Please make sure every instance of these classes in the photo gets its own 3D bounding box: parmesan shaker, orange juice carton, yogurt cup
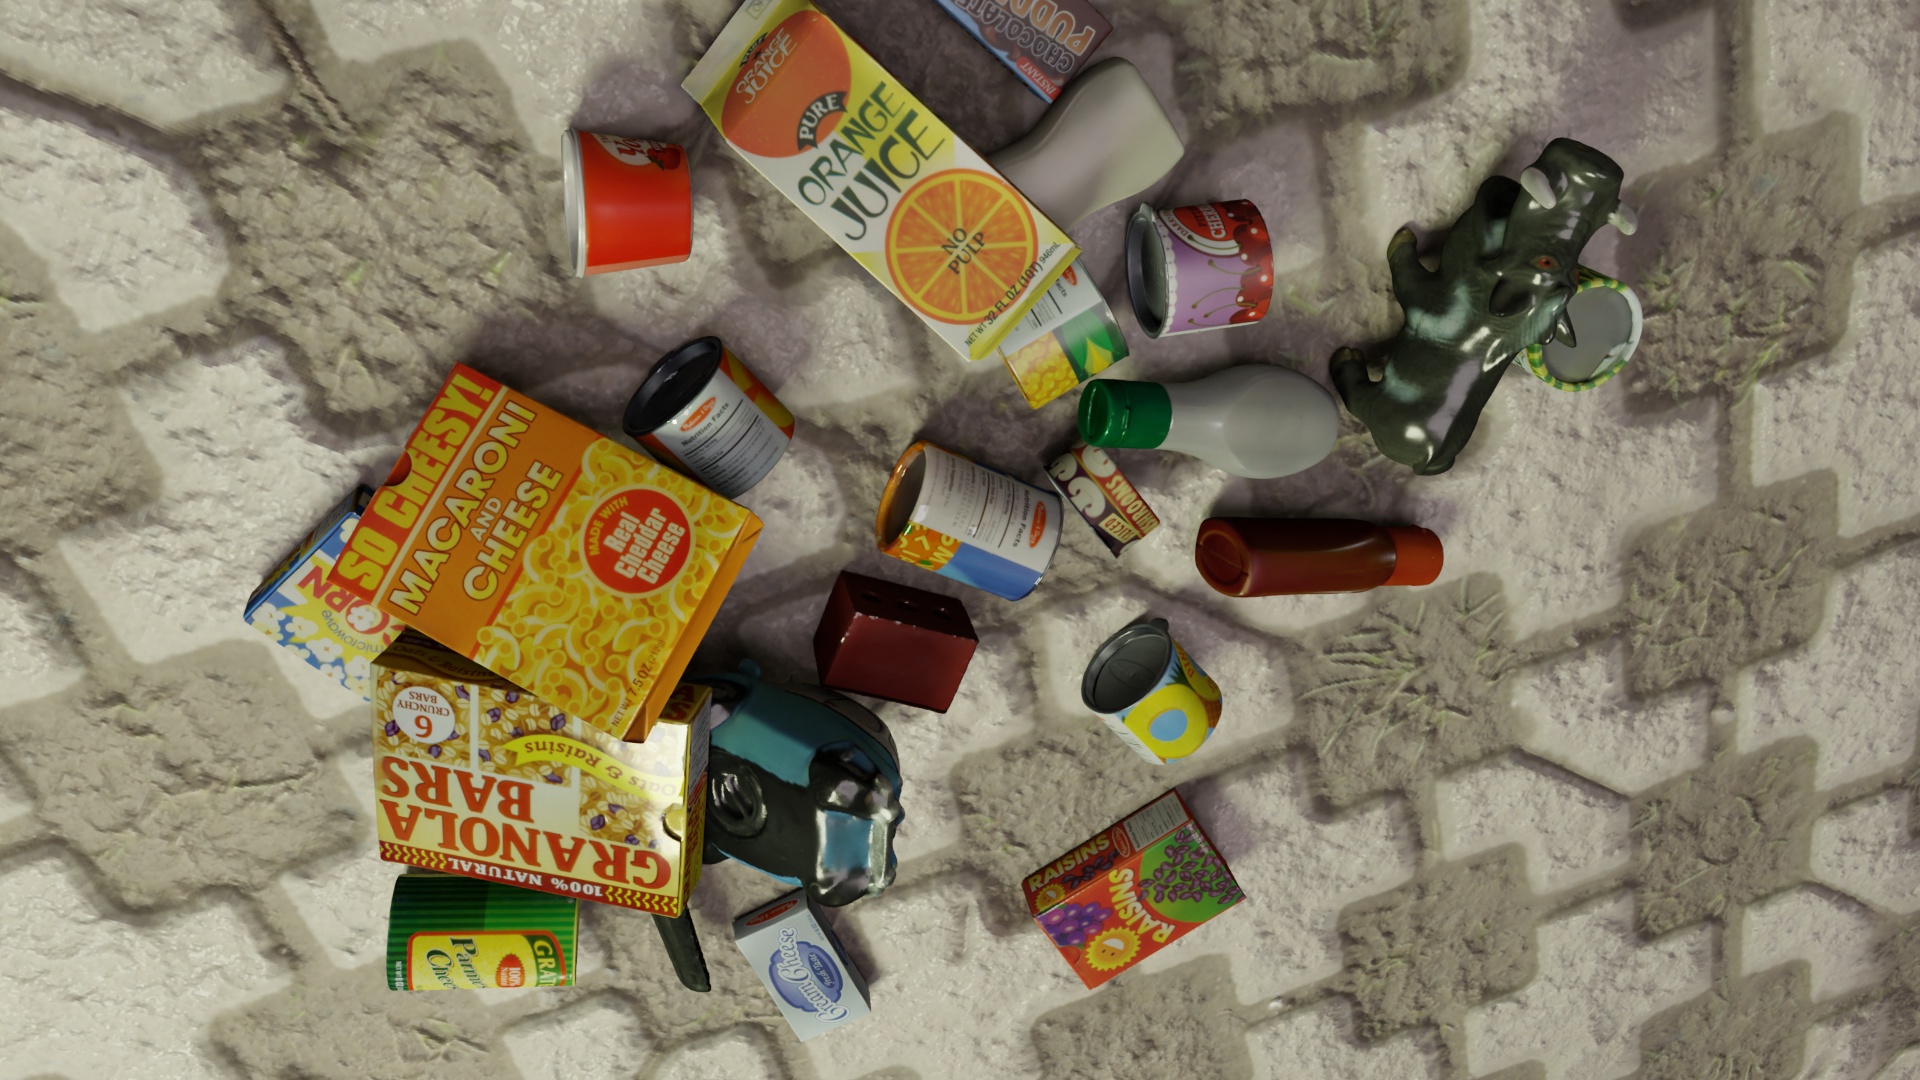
[{"bbox_3d":[-0.278,0.231,0.817,0.103,0.071,0.071,2,116,-14],"label":"parmesan shaker"},{"bbox_3d":[-0.038,-0.174,0.647,0.192,0.073,0.071,42,103,-2],"label":"orange juice carton"},{"bbox_3d":[-0.157,-0.158,0.654,0.054,0.072,0.072,-5,117,-19],"label":"yogurt cup"}]

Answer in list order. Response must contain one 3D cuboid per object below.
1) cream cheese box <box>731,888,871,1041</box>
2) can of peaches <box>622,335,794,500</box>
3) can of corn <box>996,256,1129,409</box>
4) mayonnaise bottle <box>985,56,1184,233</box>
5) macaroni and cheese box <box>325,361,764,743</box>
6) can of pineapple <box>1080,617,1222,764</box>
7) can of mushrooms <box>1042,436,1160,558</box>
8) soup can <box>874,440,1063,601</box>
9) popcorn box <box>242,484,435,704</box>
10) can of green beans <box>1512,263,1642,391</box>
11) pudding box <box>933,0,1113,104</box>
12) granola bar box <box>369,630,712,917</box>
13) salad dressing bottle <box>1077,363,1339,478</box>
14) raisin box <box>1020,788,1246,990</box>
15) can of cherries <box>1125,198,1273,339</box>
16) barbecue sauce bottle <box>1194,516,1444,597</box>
[{"bbox_3d":[-0.102,0.277,0.904,0.053,0.024,0.103,-24,119,1],"label":"cream cheese box"},{"bbox_3d":[-0.128,-0.061,0.706,0.071,0.071,0.058,-39,124,8],"label":"can of peaches"},{"bbox_3d":[0.048,-0.109,0.724,0.058,0.071,0.071,-30,119,4],"label":"can of corn"},{"bbox_3d":[0.037,-0.176,0.702,0.148,0.041,0.064,-35,116,7],"label":"mayonnaise bottle"},{"bbox_3d":[-0.198,0.004,0.669,0.166,0.040,0.124,27,81,7],"label":"macaroni and cheese box"},{"bbox_3d":[0.117,0.092,0.839,0.071,0.071,0.057,-41,118,9],"label":"can of pineapple"},{"bbox_3d":[0.079,-0.024,0.770,0.033,0.071,0.071,-38,118,6],"label":"can of mushrooms"},{"bbox_3d":[0.003,-0.010,0.764,0.084,0.071,0.071,21,110,-21],"label":"soup can"},{"bbox_3d":[-0.295,0.042,0.735,0.085,0.038,0.126,-43,117,8],"label":"popcorn box"},{"bbox_3d":[0.340,-0.124,0.788,0.071,0.058,0.071,-5,117,-10],"label":"can of green beans"},{"bbox_3d":[0.026,-0.256,0.665,0.083,0.030,0.049,36,104,-25],"label":"pudding box"},{"bbox_3d":[-0.216,0.122,0.718,0.166,0.039,0.123,10,115,4],"label":"granola bar box"},{"bbox_3d":[0.136,-0.067,0.762,0.148,0.044,0.064,1,103,-25],"label":"salad dressing bottle"},{"bbox_3d":[0.115,0.234,0.924,0.123,0.040,0.086,-32,119,5],"label":"raisin box"},{"bbox_3d":[0.124,-0.144,0.722,0.058,0.072,0.071,-9,118,-9],"label":"can of cherries"},{"bbox_3d":[0.217,0.009,0.826,0.149,0.065,0.043,0,108,-23],"label":"barbecue sauce bottle"}]
